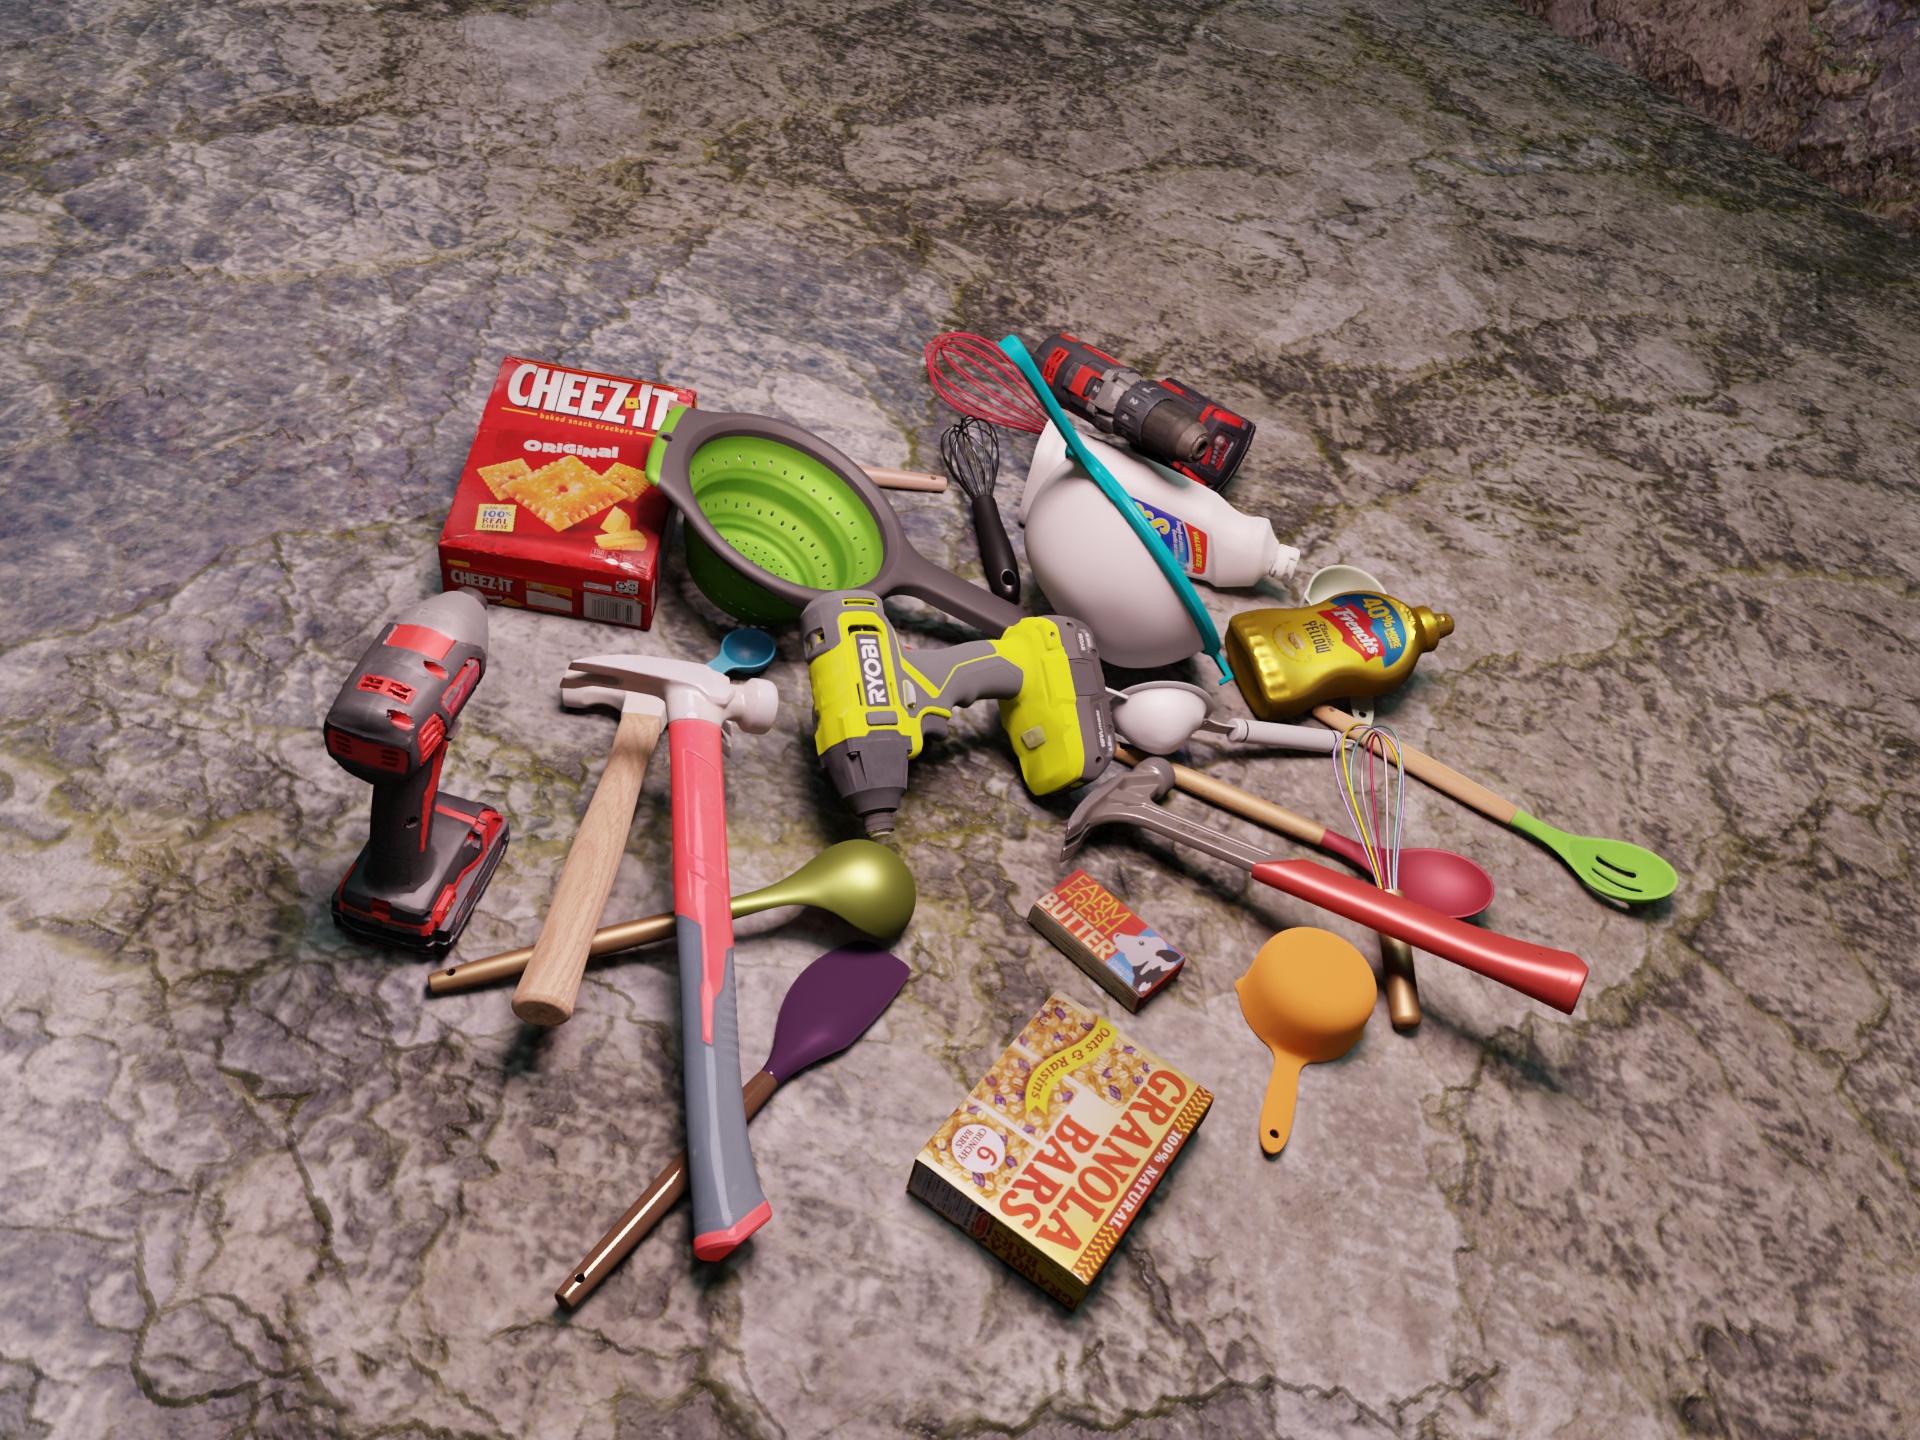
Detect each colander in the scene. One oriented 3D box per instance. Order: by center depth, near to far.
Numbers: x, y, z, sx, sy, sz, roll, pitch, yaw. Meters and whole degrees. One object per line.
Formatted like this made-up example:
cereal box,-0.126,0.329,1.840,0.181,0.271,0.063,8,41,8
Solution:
colander,-0.083,-0.108,1.296,0.397,0.094,0.205,26,40,-16

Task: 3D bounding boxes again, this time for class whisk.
whisk,0.318,0.108,1.176,0.047,0.051,0.245,32,48,-43
whisk,0.024,-0.194,1.438,0.055,0.055,0.239,1,49,-16
whisk,0.086,-0.285,1.543,0.296,0.073,0.073,36,46,10

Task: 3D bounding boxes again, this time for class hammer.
hammer,-0.171,0.129,0.971,0.143,0.038,0.387,9,54,-26
hammer,-0.233,0.071,1.056,0.130,0.031,0.332,6,37,-1
hammer,0.253,0.121,1.116,0.359,0.036,0.149,22,30,24

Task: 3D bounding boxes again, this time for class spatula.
spatula,-0.134,0.233,0.962,0.060,0.018,0.316,27,43,17

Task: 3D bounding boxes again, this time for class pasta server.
pasta server,-0.165,-0.234,1.424,0.316,0.040,0.060,5,56,-14

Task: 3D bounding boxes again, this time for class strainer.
strainer,0.086,-0.154,1.264,0.095,0.340,0.211,-36,41,3
strainer,0.215,0.008,1.268,0.258,0.087,0.050,6,58,-26

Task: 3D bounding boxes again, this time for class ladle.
ladle,-0.180,0.139,1.038,0.320,0.062,0.078,-12,46,-19
ladle,0.256,0.080,1.234,0.315,0.031,0.069,23,48,10

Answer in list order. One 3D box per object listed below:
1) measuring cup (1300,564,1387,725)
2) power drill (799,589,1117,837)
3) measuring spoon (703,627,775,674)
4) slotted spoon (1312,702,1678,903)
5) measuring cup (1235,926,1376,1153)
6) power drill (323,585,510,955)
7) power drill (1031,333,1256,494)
measuring cup,0.342,-0.059,1.406,0.083,0.038,0.168,5,61,-7
power drill,-0.002,-0.004,1.153,0.223,0.080,0.171,-1,73,-34
measuring spoon,-0.195,-0.028,1.221,0.042,0.021,0.128,38,56,23
slotted spoon,0.430,0.065,1.303,0.314,0.031,0.070,30,44,17
measuring cup,0.230,0.210,1.070,0.095,0.052,0.174,22,41,6
power drill,-0.326,0.028,0.968,0.078,0.219,0.143,16,43,-1
power drill,0.186,-0.272,1.456,0.188,0.080,0.226,38,16,31
